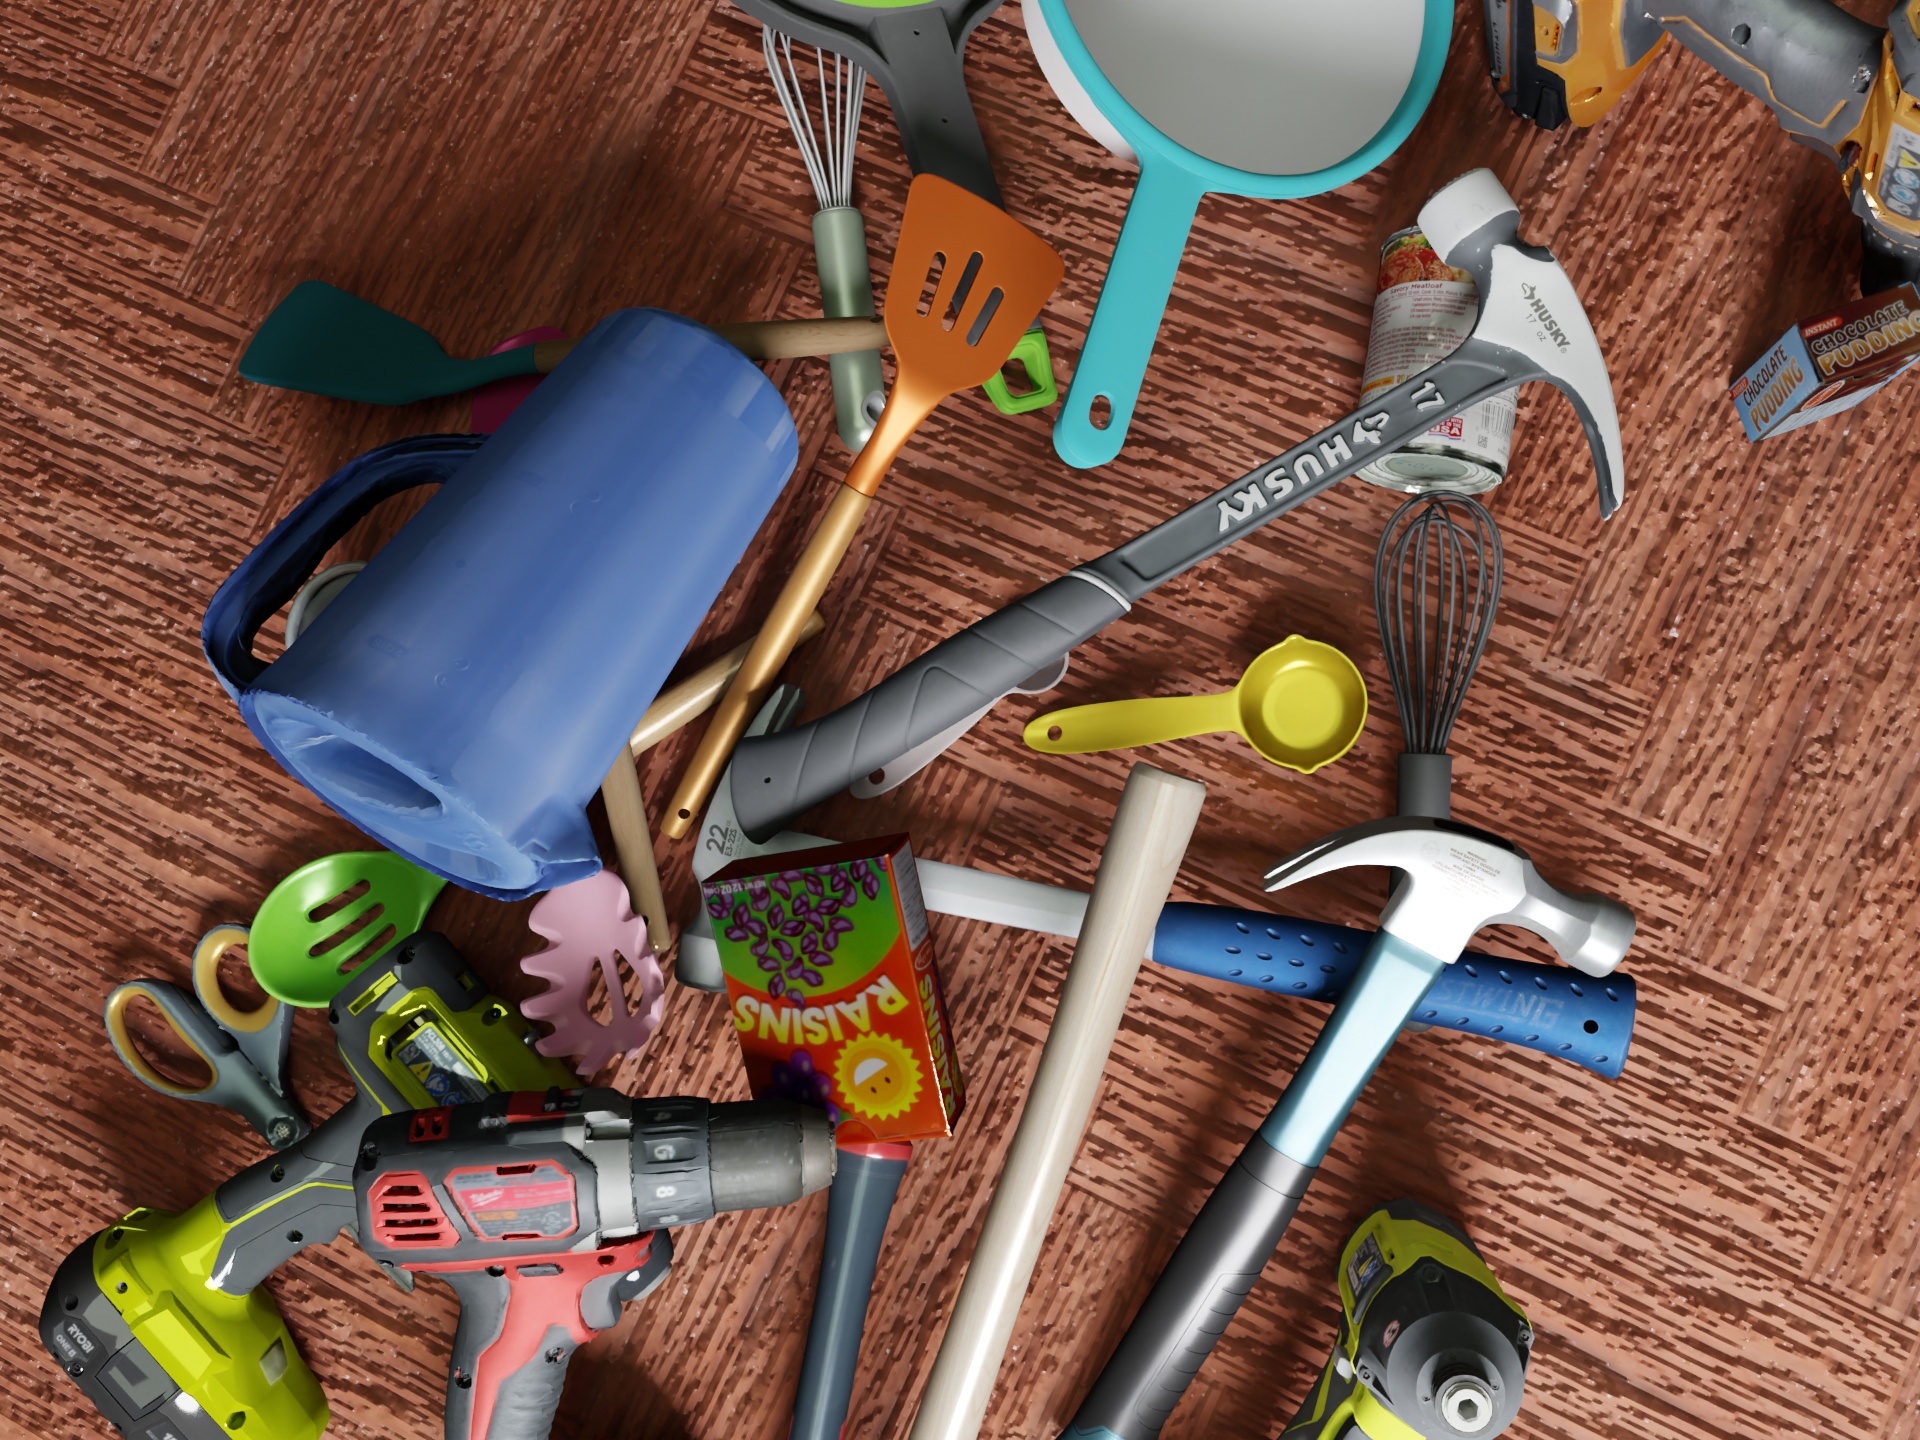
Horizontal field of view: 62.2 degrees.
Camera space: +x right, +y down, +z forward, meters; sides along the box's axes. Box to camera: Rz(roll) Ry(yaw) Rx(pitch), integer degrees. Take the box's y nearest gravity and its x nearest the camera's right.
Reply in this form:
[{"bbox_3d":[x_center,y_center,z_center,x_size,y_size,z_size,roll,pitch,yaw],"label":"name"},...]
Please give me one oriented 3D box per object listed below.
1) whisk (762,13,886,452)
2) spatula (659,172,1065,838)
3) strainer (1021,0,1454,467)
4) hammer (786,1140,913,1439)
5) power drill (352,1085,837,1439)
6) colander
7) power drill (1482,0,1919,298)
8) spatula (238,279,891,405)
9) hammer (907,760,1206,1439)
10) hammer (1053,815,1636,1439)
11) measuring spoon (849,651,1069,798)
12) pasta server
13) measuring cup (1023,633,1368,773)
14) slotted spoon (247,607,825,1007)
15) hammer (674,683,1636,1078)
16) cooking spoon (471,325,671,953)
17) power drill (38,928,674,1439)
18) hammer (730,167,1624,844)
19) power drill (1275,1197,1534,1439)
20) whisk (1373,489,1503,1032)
[{"bbox_3d":[-0.061,-0.249,0.763,0.059,0.057,0.246,-11,84,41],"label":"whisk"},{"bbox_3d":[-0.059,-0.086,0.724,0.081,0.041,0.322,26,103,-19],"label":"spatula"},{"bbox_3d":[0.087,-0.264,0.698,0.211,0.095,0.340,21,82,-20],"label":"strainer"},{"bbox_3d":[-0.075,0.366,0.654,0.038,0.143,0.386,10,81,4],"label":"hammer"},{"bbox_3d":[-0.141,0.258,0.653,0.188,0.080,0.226,-3,100,-7],"label":"power drill"},{"bbox_3d":[-0.016,-0.338,0.711,0.204,0.094,0.397,-18,91,-22],"label":"colander"},{"bbox_3d":[0.335,-0.262,0.664,0.226,0.185,0.084,40,90,29],"label":"power drill"},{"bbox_3d":[-0.179,-0.181,0.752,0.317,0.044,0.082,-1,47,13],"label":"spatula"},{"bbox_3d":[0.017,0.215,0.625,0.038,0.146,0.410,19,92,7],"label":"hammer"},{"bbox_3d":[0.128,0.186,0.648,0.128,0.033,0.331,29,104,7],"label":"hammer"},{"bbox_3d":[-0.001,-0.002,0.742,0.124,0.018,0.034,-37,80,9],"label":"measuring spoon"},{"bbox_3d":[-0.193,0.005,0.718,0.060,0.040,0.316,-21,73,2],"label":"pasta server"},{"bbox_3d":[0.106,-0.001,0.724,0.156,0.029,0.062,-7,83,19],"label":"measuring cup"},{"bbox_3d":[-0.197,0.036,0.755,0.314,0.031,0.070,-33,81,1],"label":"slotted spoon"},{"bbox_3d":[0.075,0.083,0.689,0.405,0.035,0.144,10,87,14],"label":"hammer"},{"bbox_3d":[-0.177,-0.044,0.749,0.069,0.017,0.319,-18,74,9],"label":"cooking spoon"},{"bbox_3d":[-0.261,0.233,0.709,0.228,0.080,0.190,-40,93,-3],"label":"power drill"},{"bbox_3d":[0.078,-0.060,0.667,0.409,0.036,0.149,-31,79,8],"label":"hammer"},{"bbox_3d":[0.136,0.302,0.610,0.080,0.171,0.223,32,92,9],"label":"power drill"},{"bbox_3d":[0.206,0.017,0.696,0.055,0.055,0.239,3,88,8],"label":"whisk"}]
